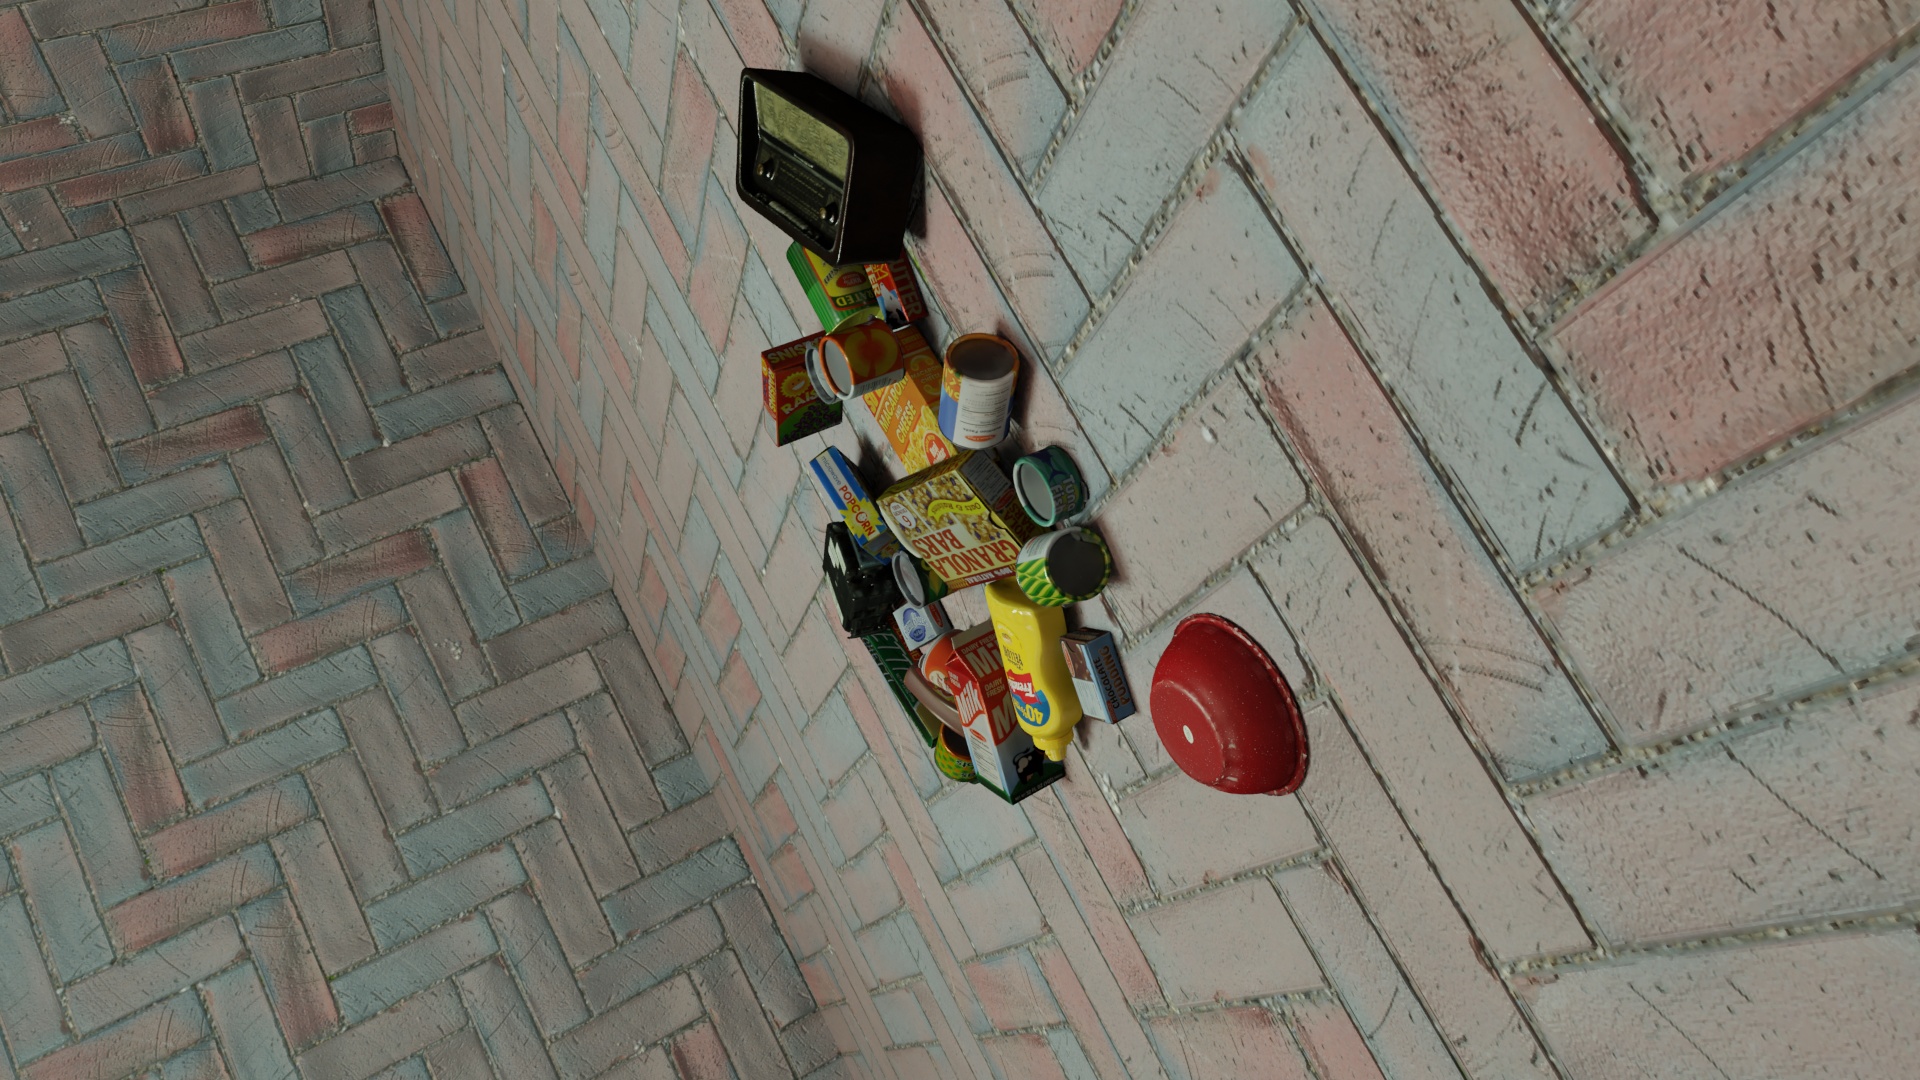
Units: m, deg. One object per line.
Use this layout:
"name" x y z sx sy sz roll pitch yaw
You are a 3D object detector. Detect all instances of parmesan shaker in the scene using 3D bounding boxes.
"parmesan shaker" -0.128 -0.260 1.408 0.103 0.071 0.071 61 156 11

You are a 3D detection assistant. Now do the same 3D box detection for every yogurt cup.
"yogurt cup" -0.001 0.139 1.525 0.054 0.073 0.072 36 143 36

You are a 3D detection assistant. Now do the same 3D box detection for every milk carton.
"milk carton" 0.043 0.170 1.450 0.073 0.072 0.189 22 132 58

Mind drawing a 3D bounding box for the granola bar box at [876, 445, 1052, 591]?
"granola bar box" 0.005 -0.017 1.321 0.124 0.039 0.165 49 152 -13

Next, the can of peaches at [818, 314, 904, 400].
"can of peaches" -0.097 -0.176 1.333 0.071 0.058 0.070 44 147 39

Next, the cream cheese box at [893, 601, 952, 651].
"cream cheese box" -0.045 0.094 1.625 0.053 0.024 0.103 65 157 6

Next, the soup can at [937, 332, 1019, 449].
"soup can" 0.015 -0.134 1.230 0.071 0.071 0.083 52 152 30

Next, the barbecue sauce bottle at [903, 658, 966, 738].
"barbecue sauce bottle" 0.005 0.190 1.565 0.149 0.065 0.043 44 137 25

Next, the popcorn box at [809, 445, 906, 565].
"popcorn box" -0.116 -0.041 1.587 0.127 0.038 0.085 57 -176 21

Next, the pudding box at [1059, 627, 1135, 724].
"pudding box" 0.126 0.124 1.282 0.049 0.030 0.083 3 115 65

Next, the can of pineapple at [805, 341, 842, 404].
"can of pineapple" -0.126 -0.188 1.489 0.071 0.058 0.070 46 149 38

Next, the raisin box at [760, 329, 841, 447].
"raisin box" -0.181 -0.173 1.585 0.040 0.086 0.122 53 153 32

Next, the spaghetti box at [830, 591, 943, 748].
"spaghetti box" -0.079 0.142 1.709 0.251 0.050 0.028 55 152 25

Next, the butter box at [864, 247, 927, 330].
"butter box" -0.068 -0.258 1.342 0.053 0.024 0.103 -3 109 65

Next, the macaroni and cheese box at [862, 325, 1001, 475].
"macaroni and cheese box" -0.031 -0.112 1.381 0.167 0.040 0.123 59 155 15

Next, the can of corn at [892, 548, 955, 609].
"can of corn" -0.032 0.030 1.494 0.071 0.058 0.070 47 150 38

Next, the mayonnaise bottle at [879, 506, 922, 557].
"mayonnaise bottle" -0.058 -0.025 1.472 0.064 0.041 0.148 55 178 -16

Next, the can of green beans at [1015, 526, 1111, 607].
"can of green beans" 0.090 0.023 1.216 0.071 0.071 0.057 67 156 -2

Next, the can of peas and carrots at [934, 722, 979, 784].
"can of peas and carrots" 0.007 0.238 1.596 0.071 0.071 0.058 54 153 27

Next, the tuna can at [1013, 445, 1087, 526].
"tuna can" 0.078 -0.047 1.218 0.071 0.033 0.070 47 151 38
